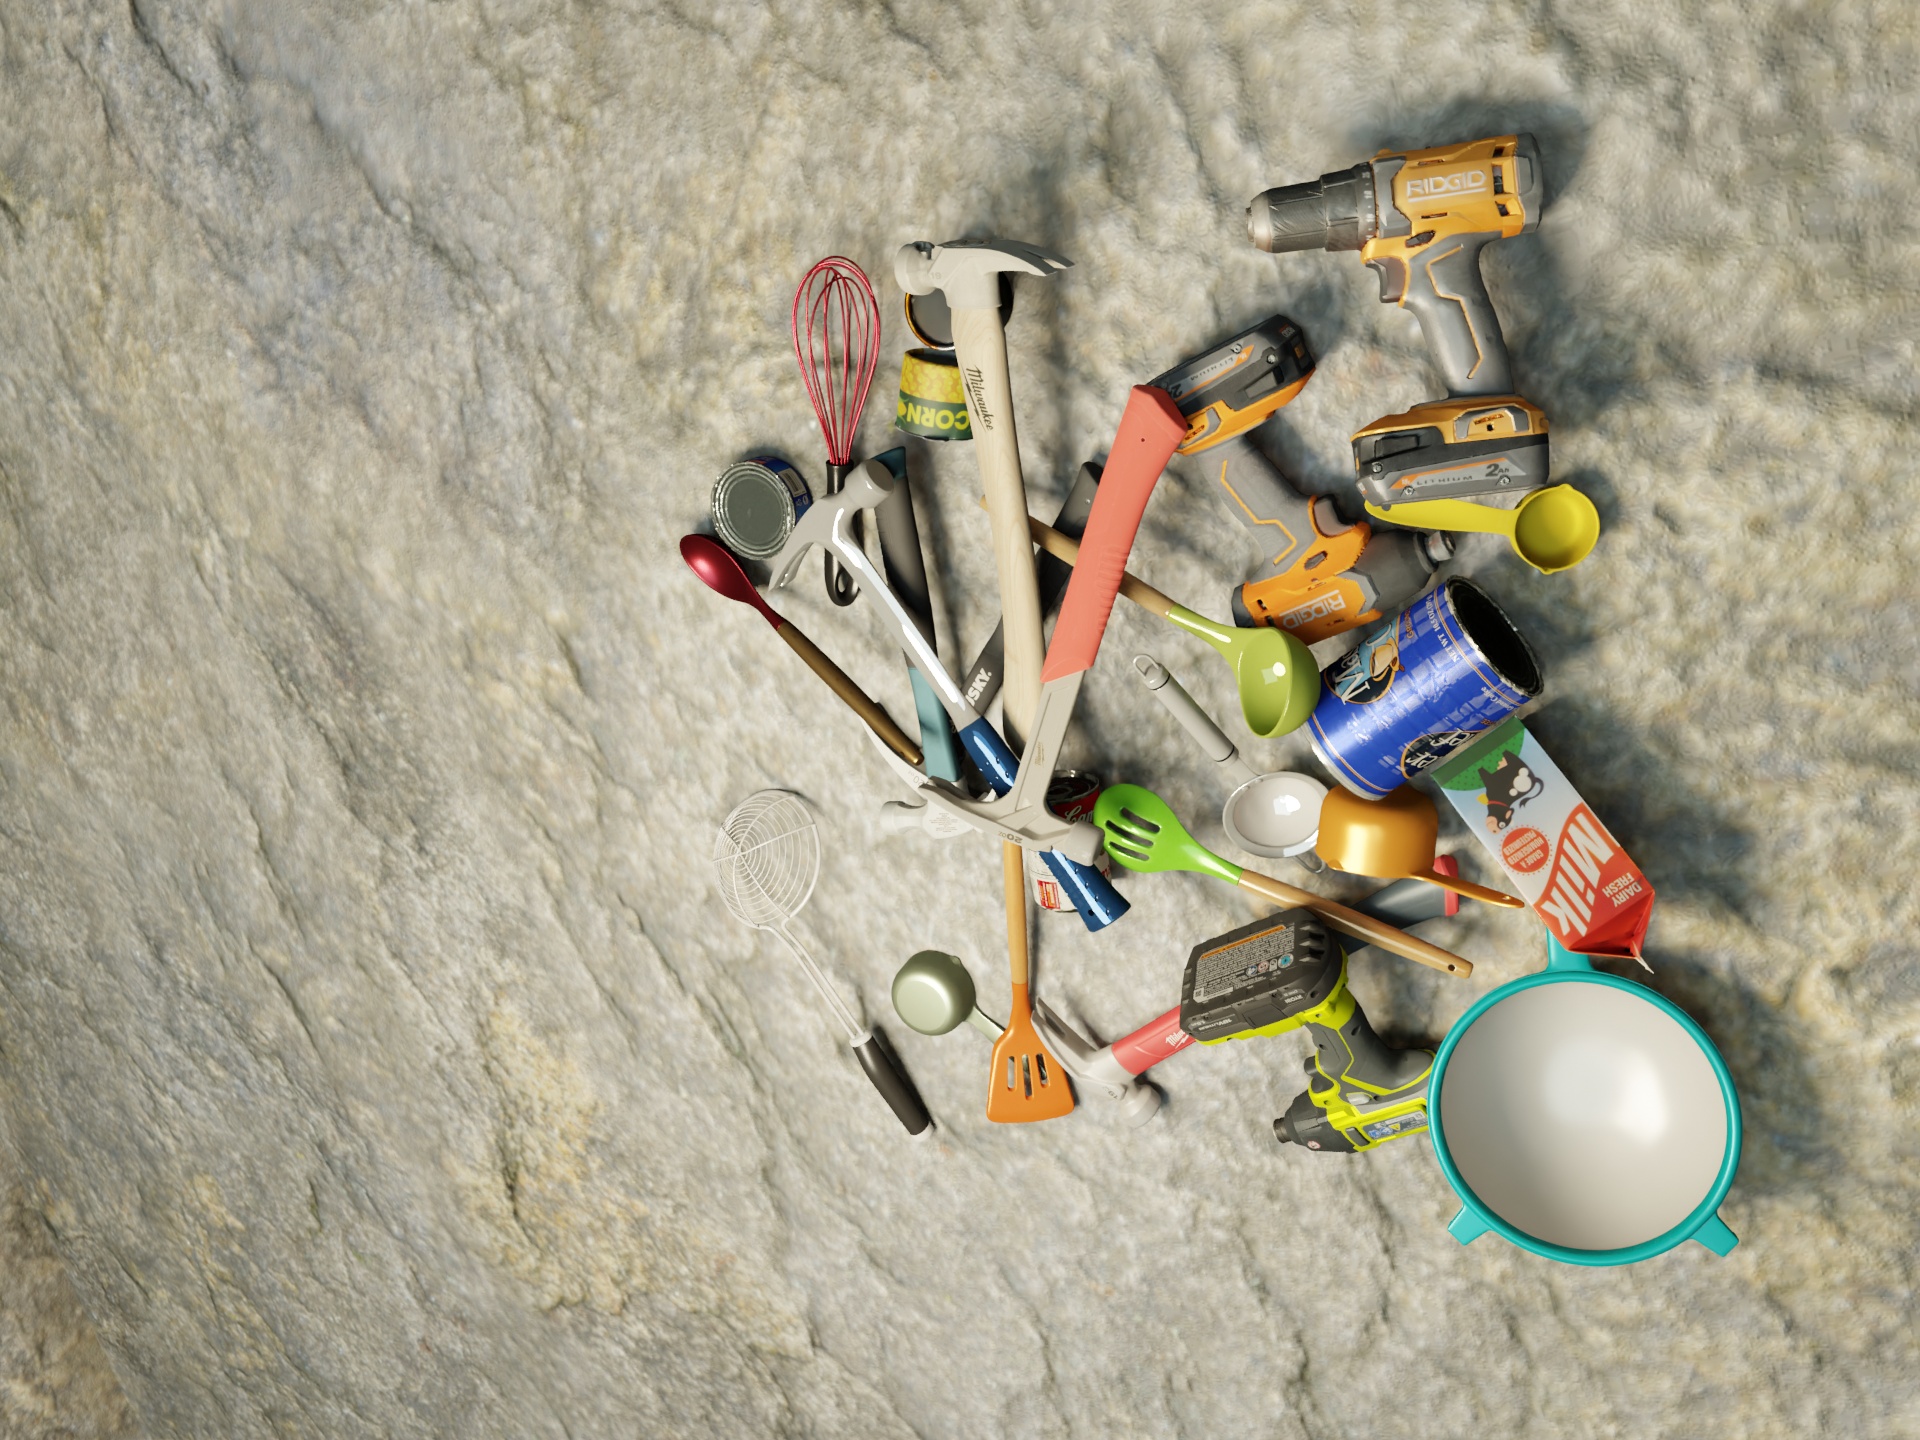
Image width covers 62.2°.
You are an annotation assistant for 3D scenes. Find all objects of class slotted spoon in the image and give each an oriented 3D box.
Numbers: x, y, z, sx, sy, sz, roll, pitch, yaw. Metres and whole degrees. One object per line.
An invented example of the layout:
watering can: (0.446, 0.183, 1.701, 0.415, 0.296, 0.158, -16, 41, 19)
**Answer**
slotted spoon: (0.242, 0.130, 1.229, 0.314, 0.031, 0.070, 22, 114, 17)

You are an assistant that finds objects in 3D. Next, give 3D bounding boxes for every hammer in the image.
hammer: (-0.002, -0.004, 1.267, 0.144, 0.035, 0.405, -35, 90, 35)
hammer: (0.079, -0.072, 1.165, 0.149, 0.037, 0.359, 22, 114, 15)
hammer: (0.232, 0.204, 1.295, 0.143, 0.038, 0.386, 45, 122, -11)
hammer: (0.034, -0.068, 1.308, 0.146, 0.035, 0.334, 36, 121, 10)
hammer: (-0.035, -0.059, 1.306, 0.128, 0.033, 0.331, -2, 109, 28)
hammer: (0.043, -0.150, 1.194, 0.146, 0.038, 0.410, 16, 126, 42)

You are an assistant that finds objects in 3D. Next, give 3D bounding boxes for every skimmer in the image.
skimmer: (-0.115, 0.236, 1.509, 0.127, 0.090, 0.363, -22, 108, 30)

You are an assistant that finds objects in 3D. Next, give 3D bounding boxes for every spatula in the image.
spatula: (0.052, 0.211, 1.386, 0.081, 0.041, 0.322, -5, 117, -2)

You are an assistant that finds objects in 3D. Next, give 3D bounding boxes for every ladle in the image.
ladle: (0.130, -0.090, 1.179, 0.320, 0.062, 0.078, 34, 129, 26)
ladle: (-0.136, -0.064, 1.356, 0.316, 0.031, 0.069, 43, 155, 26)

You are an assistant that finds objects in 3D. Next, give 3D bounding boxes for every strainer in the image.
strainer: (0.206, 0.028, 1.204, 0.087, 0.050, 0.258, -31, 125, 22)
strainer: (0.454, 0.221, 1.180, 0.211, 0.095, 0.340, -4, 86, 20)

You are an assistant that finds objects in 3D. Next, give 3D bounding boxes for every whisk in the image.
whisk: (-0.100, -0.231, 1.304, 0.073, 0.073, 0.295, 13, 120, 23)

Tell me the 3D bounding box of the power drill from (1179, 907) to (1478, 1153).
power drill: (0.276, 0.257, 1.247, 0.171, 0.080, 0.223, -27, 120, 32)

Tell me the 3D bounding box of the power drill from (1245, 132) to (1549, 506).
power drill: (0.287, -0.256, 1.035, 0.185, 0.084, 0.226, -5, 94, 10)

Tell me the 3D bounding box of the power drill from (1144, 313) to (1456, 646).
power drill: (0.240, -0.168, 1.137, 0.164, 0.084, 0.226, -22, 102, 32)

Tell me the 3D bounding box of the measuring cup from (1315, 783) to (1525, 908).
measuring cup: (0.336, 0.087, 1.155, 0.174, 0.095, 0.052, 21, 115, 51)

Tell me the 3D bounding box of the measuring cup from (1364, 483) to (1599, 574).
measuring cup: (0.355, -0.140, 1.090, 0.156, 0.029, 0.062, 9, 104, 5)

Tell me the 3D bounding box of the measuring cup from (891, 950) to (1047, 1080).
measuring cup: (0.007, 0.281, 1.455, 0.168, 0.038, 0.083, 38, 122, 12)
